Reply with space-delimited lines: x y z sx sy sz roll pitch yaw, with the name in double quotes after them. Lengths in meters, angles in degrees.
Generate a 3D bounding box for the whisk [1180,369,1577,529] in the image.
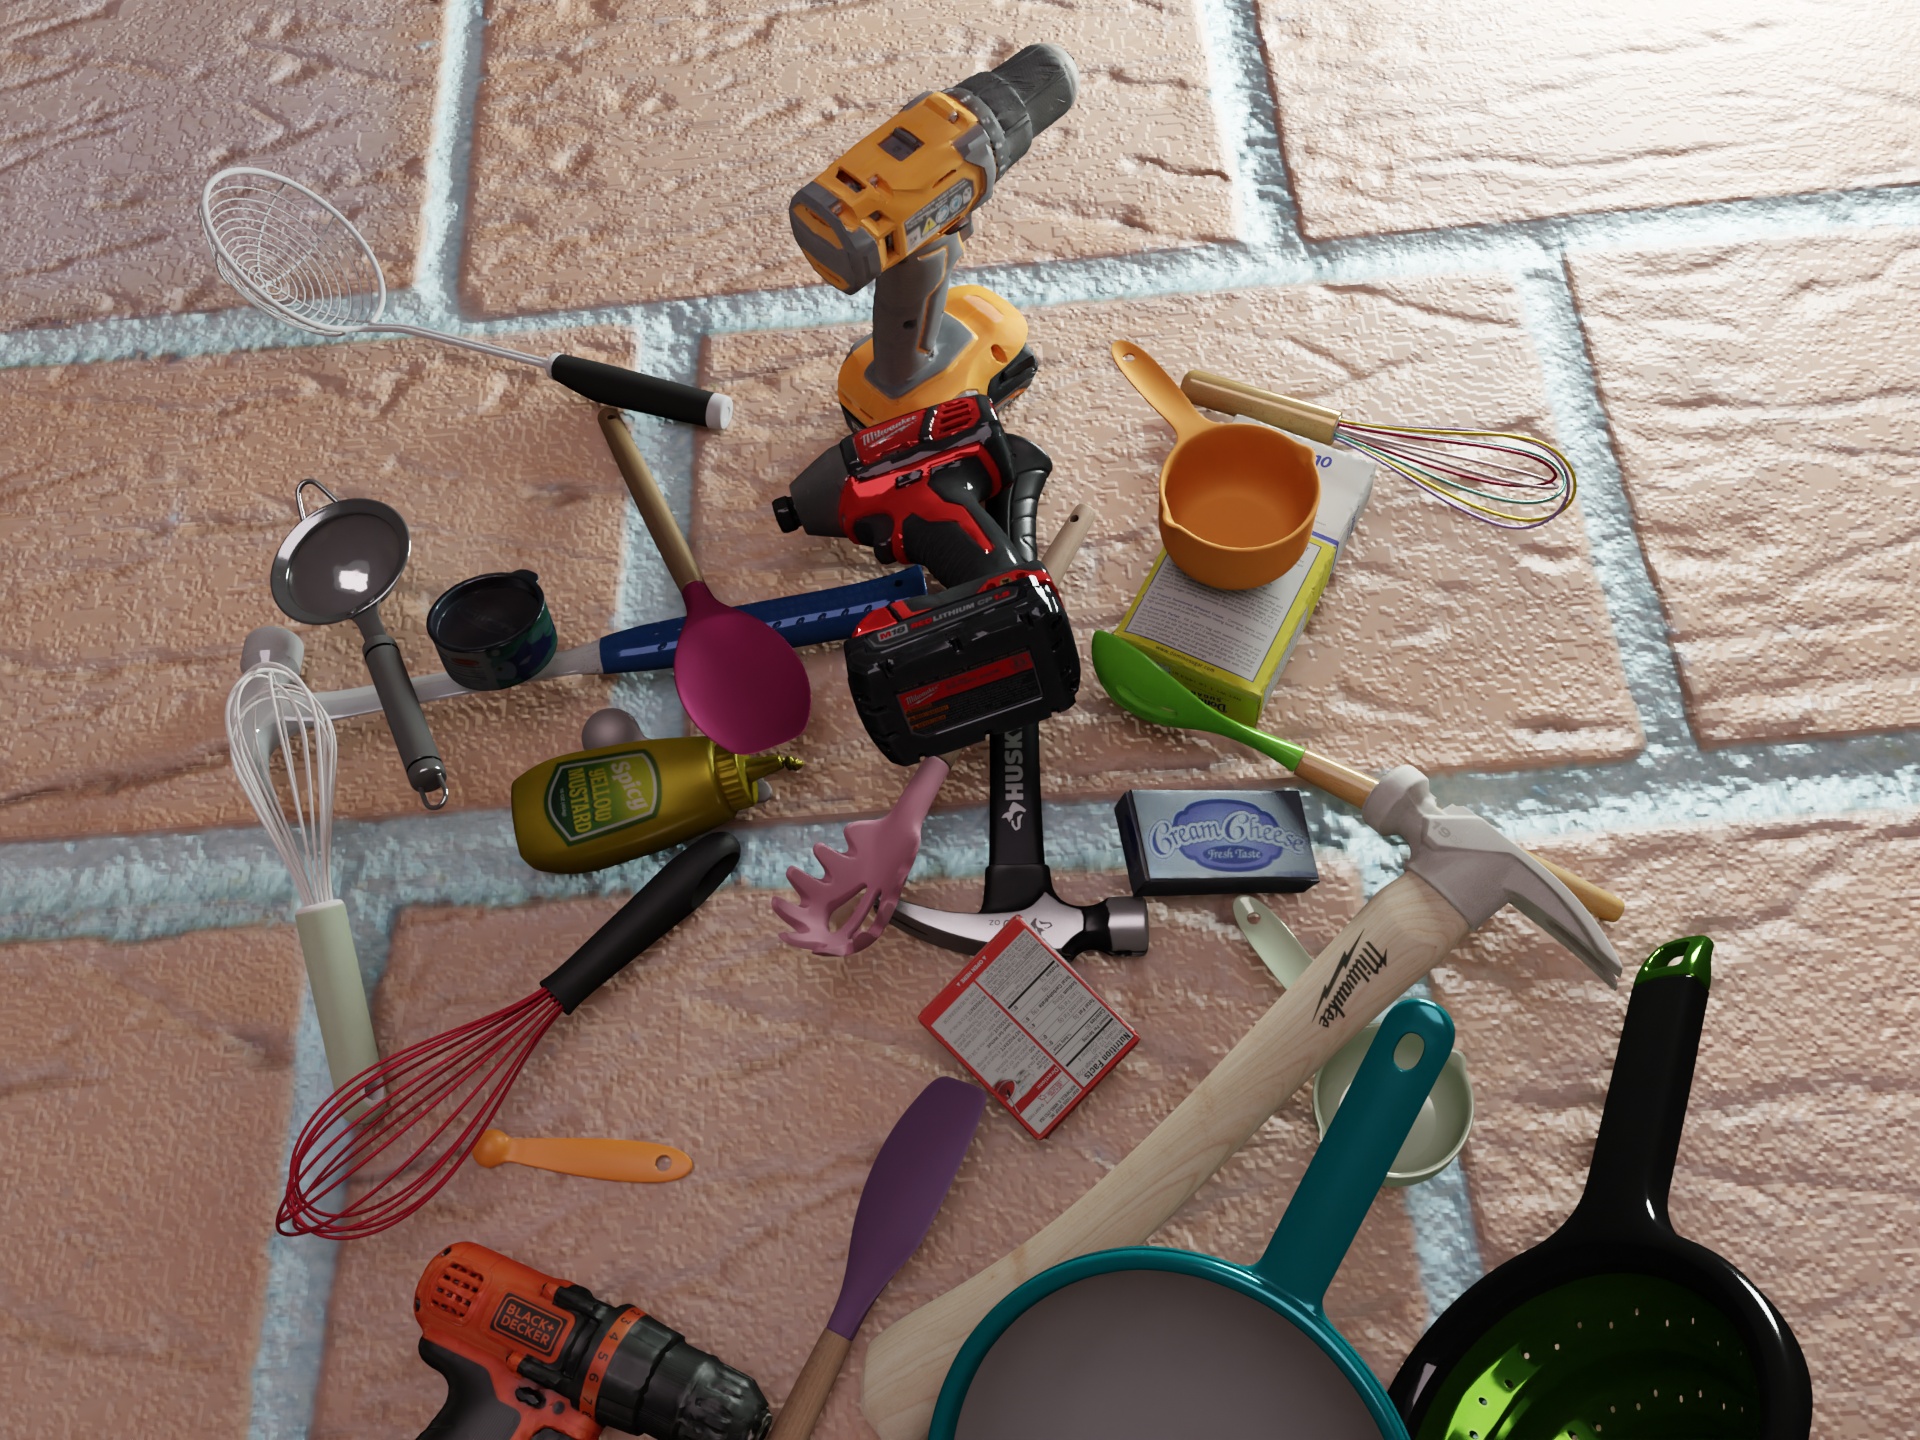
0.251 -0.175 0.965 0.245 0.047 0.051 21 68 18 "whisk"

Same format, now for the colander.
0.309 0.268 0.706 0.094 0.204 0.397 43 52 -13 "colander"

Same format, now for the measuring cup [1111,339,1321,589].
0.134 -0.147 0.906 0.095 0.052 0.174 -27 60 -10 "measuring cup"

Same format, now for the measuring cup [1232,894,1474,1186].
0.189 0.159 0.806 0.083 0.038 0.168 -30 58 -8 "measuring cup"

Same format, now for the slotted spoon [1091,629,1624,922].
0.207 0.033 0.857 0.314 0.070 0.031 26 78 9 "slotted spoon"

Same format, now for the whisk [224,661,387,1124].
-0.337 0.090 0.828 0.059 0.058 0.246 -13 90 24 "whisk"

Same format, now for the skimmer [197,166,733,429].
-0.316 -0.272 1.031 0.363 0.090 0.127 17 31 9 "skimmer"

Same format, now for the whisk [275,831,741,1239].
-0.225 0.157 0.822 0.073 0.073 0.296 39 65 21 "whisk"

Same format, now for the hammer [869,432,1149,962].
0.025 -0.024 0.910 0.146 0.035 0.335 -2 63 3 "hammer"

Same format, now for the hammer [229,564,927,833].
-0.217 -0.031 0.919 0.405 0.035 0.144 -11 46 -4 "hammer"

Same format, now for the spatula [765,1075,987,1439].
-0.071 0.313 0.749 0.060 0.018 0.316 2 58 51 "spatula"

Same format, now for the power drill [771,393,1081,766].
-0.024 -0.087 0.873 0.143 0.078 0.220 -19 46 2 "power drill"

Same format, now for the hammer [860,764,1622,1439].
0.123 0.201 0.756 0.410 0.038 0.146 -41 58 -7 "hammer"

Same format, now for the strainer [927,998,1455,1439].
0.126 0.270 0.677 0.211 0.095 0.340 28 93 23 "strainer"

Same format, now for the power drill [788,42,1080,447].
-0.004 -0.270 0.928 0.185 0.226 0.084 -42 68 -16 "power drill"

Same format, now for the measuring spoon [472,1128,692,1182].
-0.195 0.222 0.814 0.117 0.011 0.021 3 64 6 "measuring spoon"

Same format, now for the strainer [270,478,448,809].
-0.327 -0.042 0.891 0.087 0.050 0.259 -31 55 -4 "strainer"

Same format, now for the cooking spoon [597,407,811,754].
-0.163 -0.092 0.930 0.068 0.017 0.319 -20 50 -14 "cooking spoon"

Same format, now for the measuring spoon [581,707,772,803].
-0.163 0.020 0.909 0.124 0.018 0.034 19 66 16 "measuring spoon"

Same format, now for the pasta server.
-0.001 -0.003 0.860 0.060 0.040 0.316 17 63 28 "pasta server"
